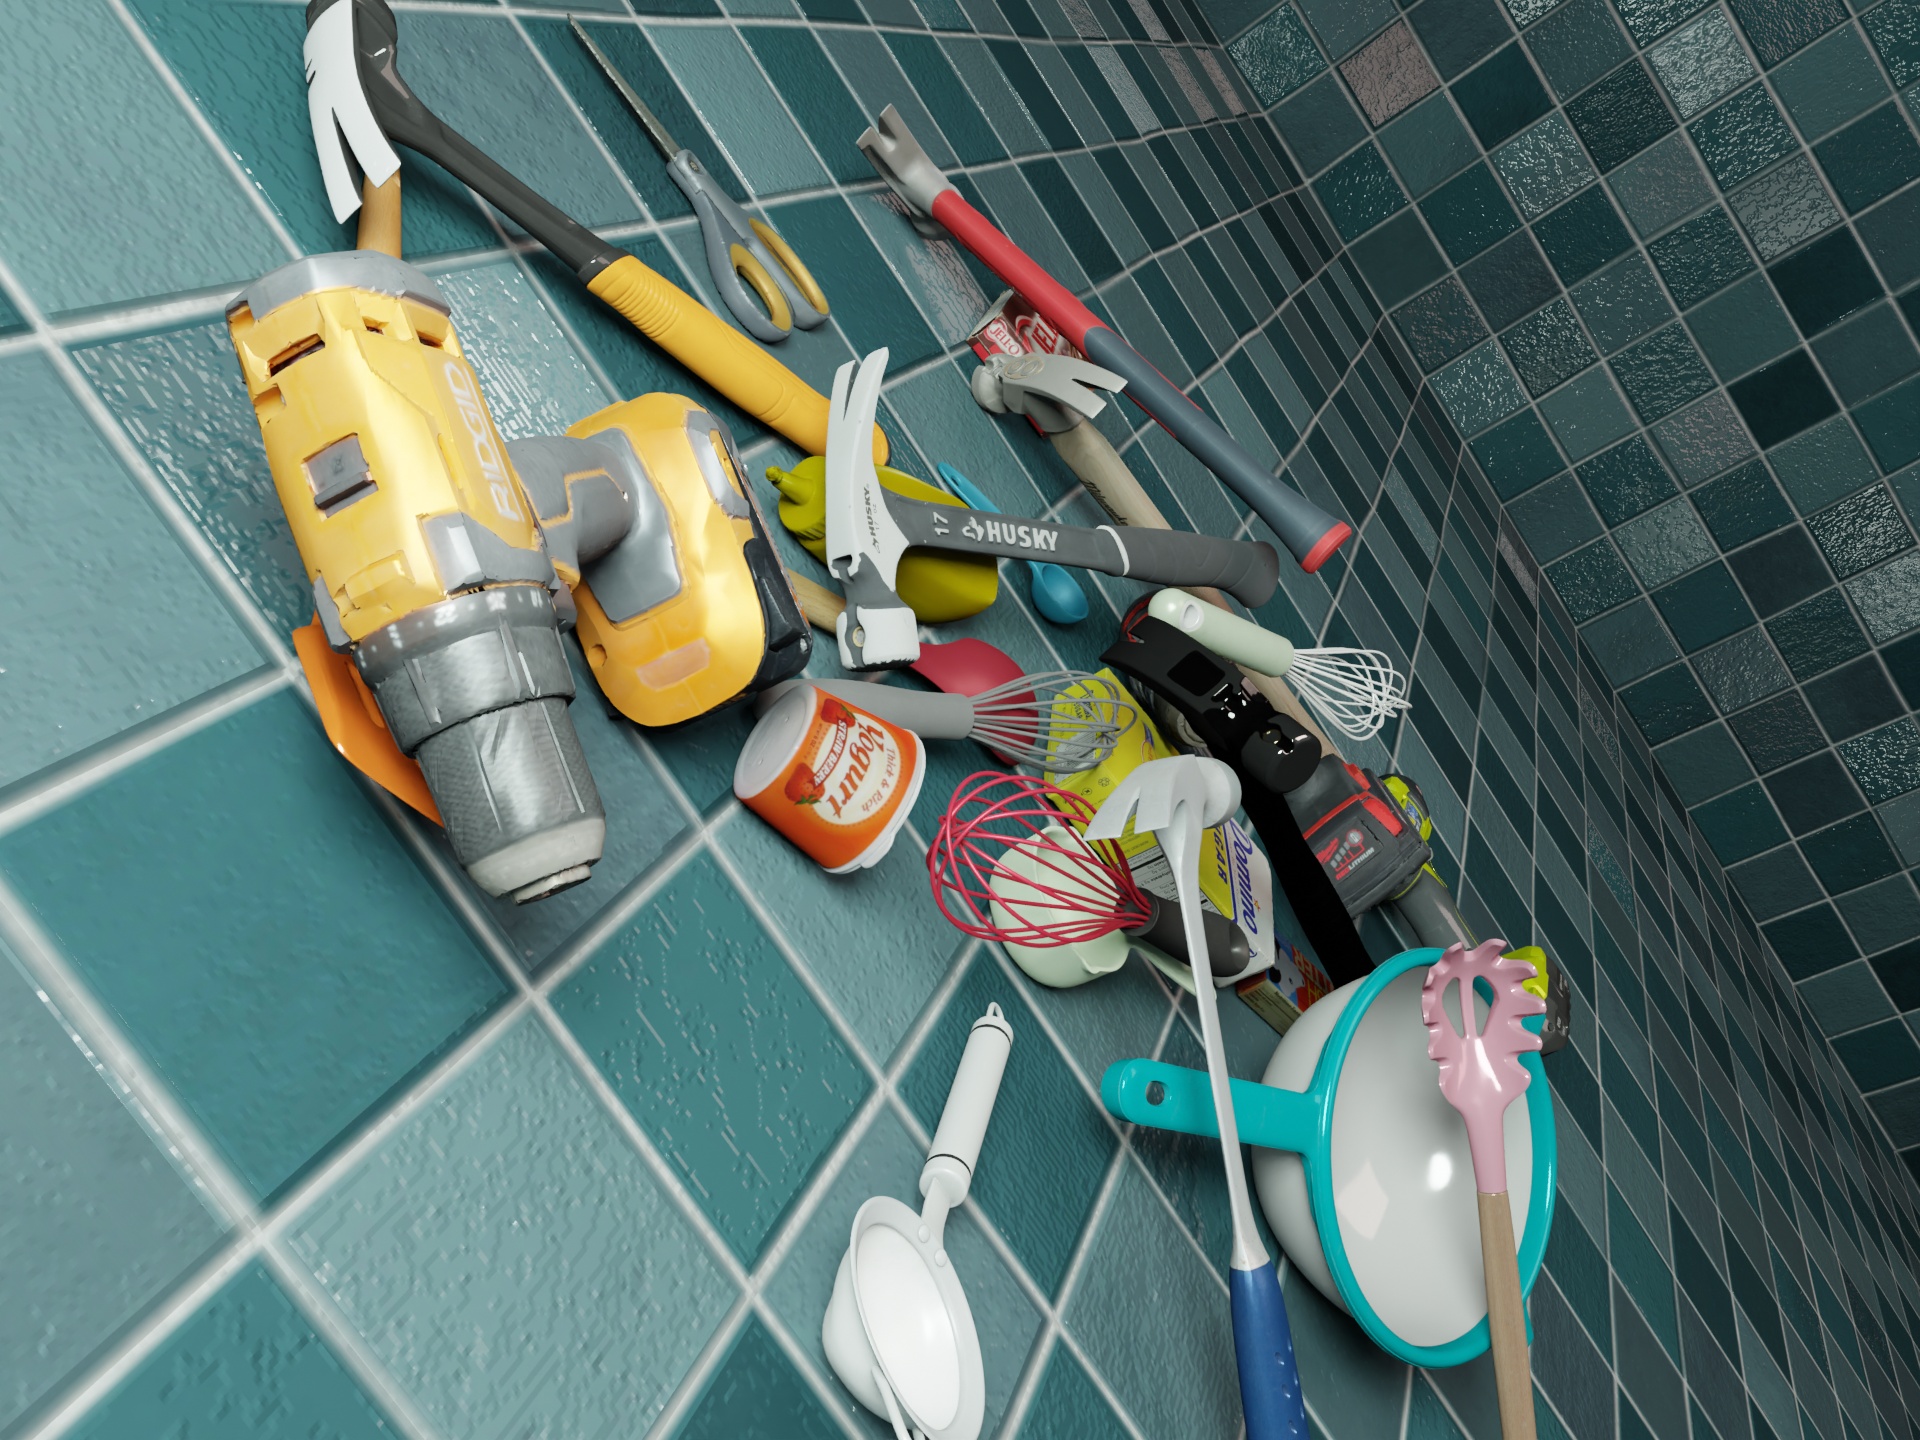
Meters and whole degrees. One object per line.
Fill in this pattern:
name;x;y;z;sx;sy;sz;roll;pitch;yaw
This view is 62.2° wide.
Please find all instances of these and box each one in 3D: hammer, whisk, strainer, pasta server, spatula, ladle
hammer;0.176;0.070;0.867;0.146;0.035;0.334;45;-6;45
whisk;0.073;0.084;0.731;0.295;0.073;0.073;29;40;-54
whisk;0.192;-0.036;0.945;0.246;0.059;0.058;18;89;-43
strainer;-0.008;0.182;0.602;0.086;0.050;0.258;59;21;-14
hammer;-0.141;-0.187;0.718;0.336;0.034;0.127;30;33;-49
hammer;0.116;0.215;0.658;0.144;0.035;0.405;5;75;-67
pasta server;0.274;0.267;0.806;0.040;0.060;0.316;25;60;-86
spatula;-0.197;-0.096;0.552;0.080;0.041;0.323;52;21;-54
ladle;-0.056;-0.049;0.759;0.315;0.031;0.069;26;46;-44
whisk;0.000;-0.002;0.756;0.238;0.055;0.055;3;61;-45
hammer;0.087;-0.234;0.985;0.386;0.038;0.143;45;8;15
hammer;0.164;-0.085;1.080;0.410;0.038;0.146;48;-9;-30
hammer;0.069;-0.099;0.868;0.408;0.036;0.149;-1;81;-52
strainer;0.175;0.212;0.820;0.340;0.095;0.211;20;71;-35

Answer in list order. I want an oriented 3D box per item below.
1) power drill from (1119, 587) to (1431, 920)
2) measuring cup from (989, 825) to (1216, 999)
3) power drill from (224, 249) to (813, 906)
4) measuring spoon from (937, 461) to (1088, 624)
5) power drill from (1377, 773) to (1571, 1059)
power drill;0.189;0.024;0.988;0.226;0.080;0.188;45;14;-15
measuring cup;0.073;0.114;0.804;0.167;0.038;0.083;37;35;-40
power drill;-0.125;-0.038;0.522;0.185;0.084;0.226;67;14;6
measuring spoon;0.027;-0.104;0.963;0.128;0.021;0.042;45;31;-8
power drill;0.375;0.149;1.228;0.223;0.080;0.171;55;28;-3
